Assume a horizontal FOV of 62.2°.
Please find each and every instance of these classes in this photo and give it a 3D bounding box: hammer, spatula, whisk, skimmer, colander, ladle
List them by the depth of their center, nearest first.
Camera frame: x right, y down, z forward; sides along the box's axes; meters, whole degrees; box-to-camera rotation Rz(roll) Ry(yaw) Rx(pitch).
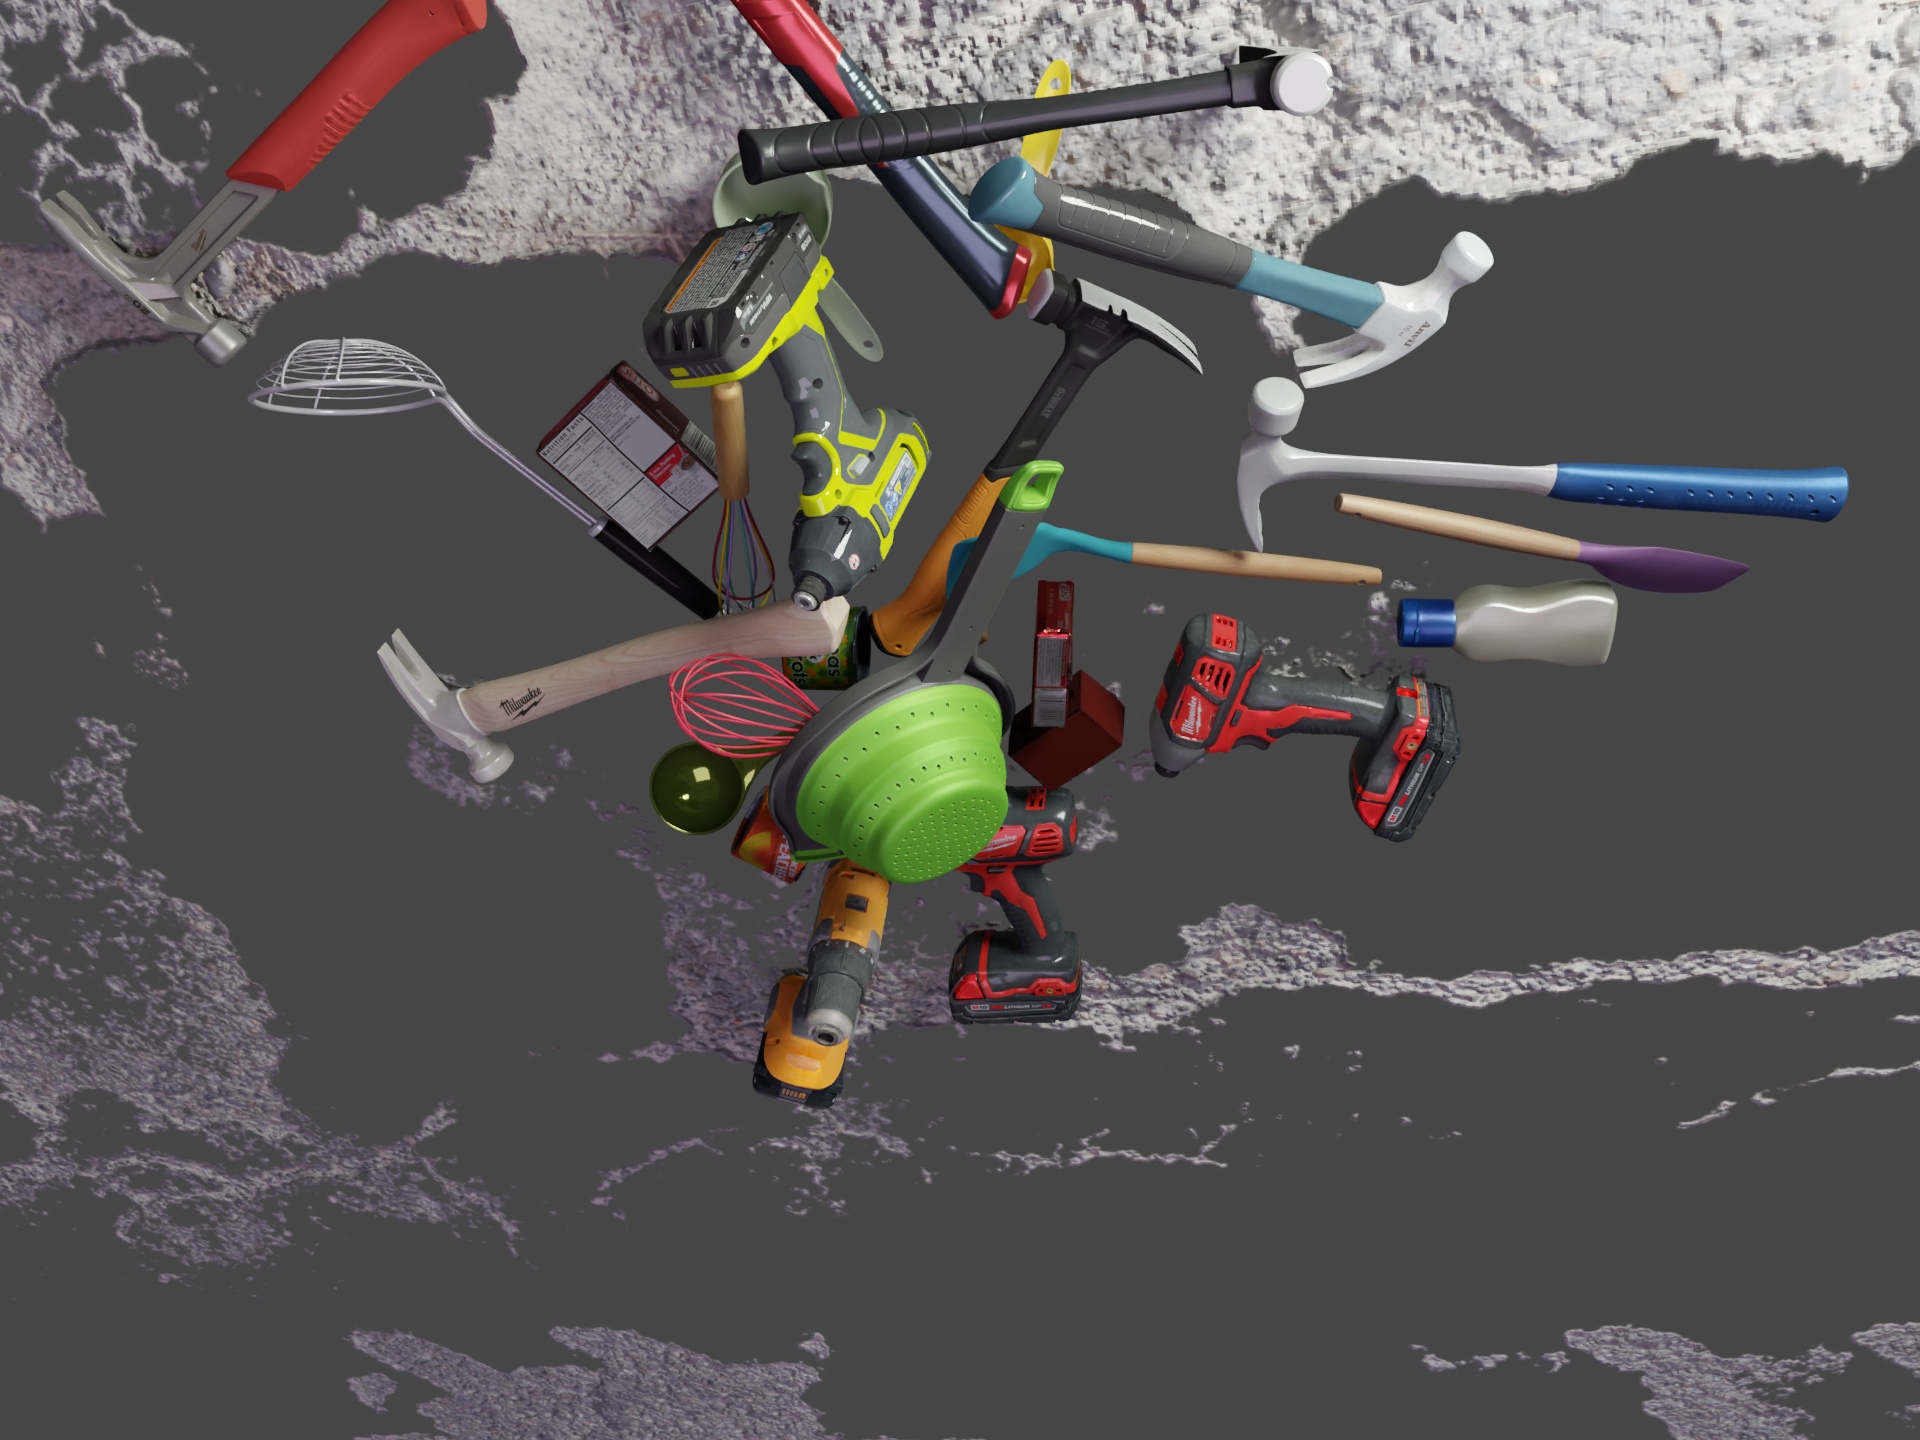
[{"bbox_3d":[0.035,-0.347,0.915,0.335,0.146,0.035,-6,114,6],"label":"hammer"},{"bbox_3d":[-0.100,-0.393,0.964,0.143,0.038,0.386,-31,112,28],"label":"hammer"},{"bbox_3d":[0.159,-0.279,0.965,0.330,0.033,0.128,8,145,-27],"label":"hammer"},{"bbox_3d":[-0.444,-0.382,1.038,0.359,0.037,0.149,-30,118,27],"label":"hammer"},{"bbox_3d":[0.388,-0.161,1.083,0.405,0.035,0.144,3,147,0],"label":"hammer"},{"bbox_3d":[0.399,-0.120,1.094,0.315,0.018,0.059,9,157,-16],"label":"spatula"},{"bbox_3d":[-0.002,-0.004,1.134,0.204,0.095,0.396,-7,139,-37],"label":"colander"},{"bbox_3d":[0.031,-0.162,1.136,0.127,0.034,0.336,18,132,-23],"label":"hammer"},{"bbox_3d":[-0.158,-0.152,1.138,0.047,0.051,0.244,-13,146,-13],"label":"whisk"},{"bbox_3d":[0.149,-0.109,1.154,0.317,0.044,0.082,5,151,-2],"label":"spatula"},{"bbox_3d":[-0.330,-0.156,1.161,0.363,0.090,0.127,37,163,-24],"label":"skimmer"},{"bbox_3d":[-0.106,0.006,1.201,0.073,0.073,0.295,-34,150,28],"label":"whisk"},{"bbox_3d":[-0.267,-0.048,1.224,0.410,0.038,0.146,-13,125,29],"label":"hammer"},{"bbox_3d":[-0.116,0.003,1.277,0.320,0.062,0.078,-27,94,21],"label":"ladle"}]

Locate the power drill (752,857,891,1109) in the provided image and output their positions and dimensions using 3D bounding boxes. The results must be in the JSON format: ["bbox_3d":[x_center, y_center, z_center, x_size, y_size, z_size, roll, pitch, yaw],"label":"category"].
[{"bbox_3d":[-0.120,0.249,1.385,0.084,0.186,0.226,16,130,-7],"label":"power drill"}]

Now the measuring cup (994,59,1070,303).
[{"bbox_3d":[0.044,-0.343,1.011,0.062,0.029,0.156,14,125,-3],"label":"measuring cup"}]

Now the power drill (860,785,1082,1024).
[{"bbox_3d":[0.013,0.153,1.362,0.188,0.080,0.226,-3,124,9],"label":"power drill"}]

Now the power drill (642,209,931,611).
[{"bbox_3d":[-0.105,-0.195,1.029,0.080,0.171,0.223,0,139,30],"label":"power drill"}]

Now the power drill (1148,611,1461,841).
[{"bbox_3d":[0.256,0.009,1.222,0.219,0.079,0.143,16,127,-2],"label":"power drill"}]

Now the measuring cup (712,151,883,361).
[{"bbox_3d":[-0.097,-0.309,1.053,0.083,0.038,0.167,-19,134,23],"label":"measuring cup"}]
